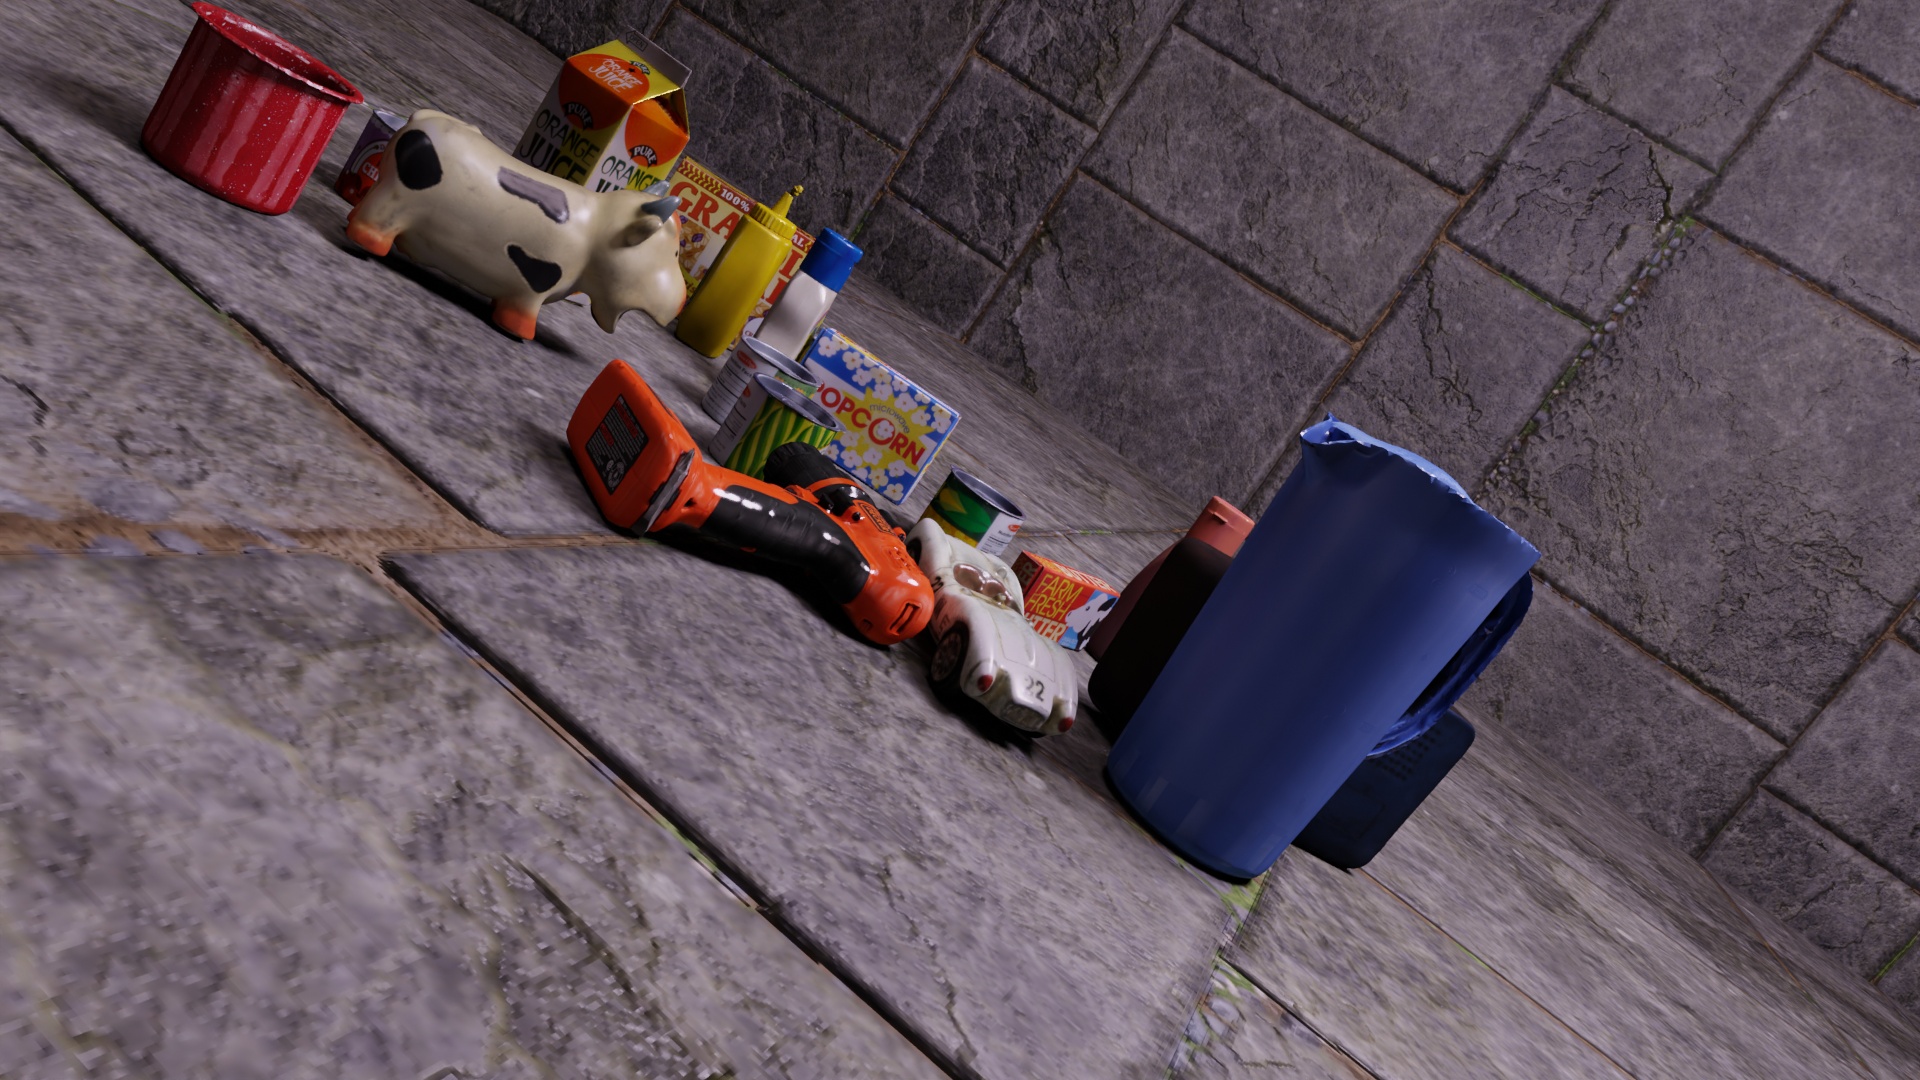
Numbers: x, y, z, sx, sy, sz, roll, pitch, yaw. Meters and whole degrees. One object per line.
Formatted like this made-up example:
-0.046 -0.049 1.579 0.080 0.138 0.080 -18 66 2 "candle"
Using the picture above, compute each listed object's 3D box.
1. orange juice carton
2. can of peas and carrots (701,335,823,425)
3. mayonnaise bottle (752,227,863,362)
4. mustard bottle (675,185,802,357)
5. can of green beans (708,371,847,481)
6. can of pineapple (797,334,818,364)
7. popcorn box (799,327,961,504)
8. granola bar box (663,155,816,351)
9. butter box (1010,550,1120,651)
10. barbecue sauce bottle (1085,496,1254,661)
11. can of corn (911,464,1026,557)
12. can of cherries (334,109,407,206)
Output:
-0.267 -0.273 1.006 0.072 0.192 0.073 38 11 20 "orange juice carton"
-0.142 -0.105 0.998 0.071 0.058 0.071 33 11 -7 "can of peas and carrots"
-0.130 -0.172 1.085 0.041 0.148 0.065 33 11 -8 "mayonnaise bottle"
-0.179 -0.229 1.156 0.049 0.160 0.065 32 11 -11 "mustard bottle"
-0.120 -0.067 0.899 0.071 0.057 0.071 33 11 -7 "can of green beans"
-0.116 -0.138 1.212 0.071 0.057 0.071 33 11 -7 "can of pineapple"
-0.075 -0.098 1.092 0.127 0.085 0.038 34 10 -1 "popcorn box"
-0.204 -0.242 1.233 0.165 0.124 0.039 30 11 -18 "granola bar box"
0.065 0.044 0.975 0.103 0.053 0.024 21 17 -50 "butter box"
0.158 0.037 1.018 0.065 0.148 0.044 39 11 24 "barbecue sauce bottle"
0.004 -0.013 1.025 0.071 0.058 0.071 33 11 -7 "can of corn"
-0.373 -0.243 0.924 0.071 0.058 0.071 33 11 -7 "can of cherries"
